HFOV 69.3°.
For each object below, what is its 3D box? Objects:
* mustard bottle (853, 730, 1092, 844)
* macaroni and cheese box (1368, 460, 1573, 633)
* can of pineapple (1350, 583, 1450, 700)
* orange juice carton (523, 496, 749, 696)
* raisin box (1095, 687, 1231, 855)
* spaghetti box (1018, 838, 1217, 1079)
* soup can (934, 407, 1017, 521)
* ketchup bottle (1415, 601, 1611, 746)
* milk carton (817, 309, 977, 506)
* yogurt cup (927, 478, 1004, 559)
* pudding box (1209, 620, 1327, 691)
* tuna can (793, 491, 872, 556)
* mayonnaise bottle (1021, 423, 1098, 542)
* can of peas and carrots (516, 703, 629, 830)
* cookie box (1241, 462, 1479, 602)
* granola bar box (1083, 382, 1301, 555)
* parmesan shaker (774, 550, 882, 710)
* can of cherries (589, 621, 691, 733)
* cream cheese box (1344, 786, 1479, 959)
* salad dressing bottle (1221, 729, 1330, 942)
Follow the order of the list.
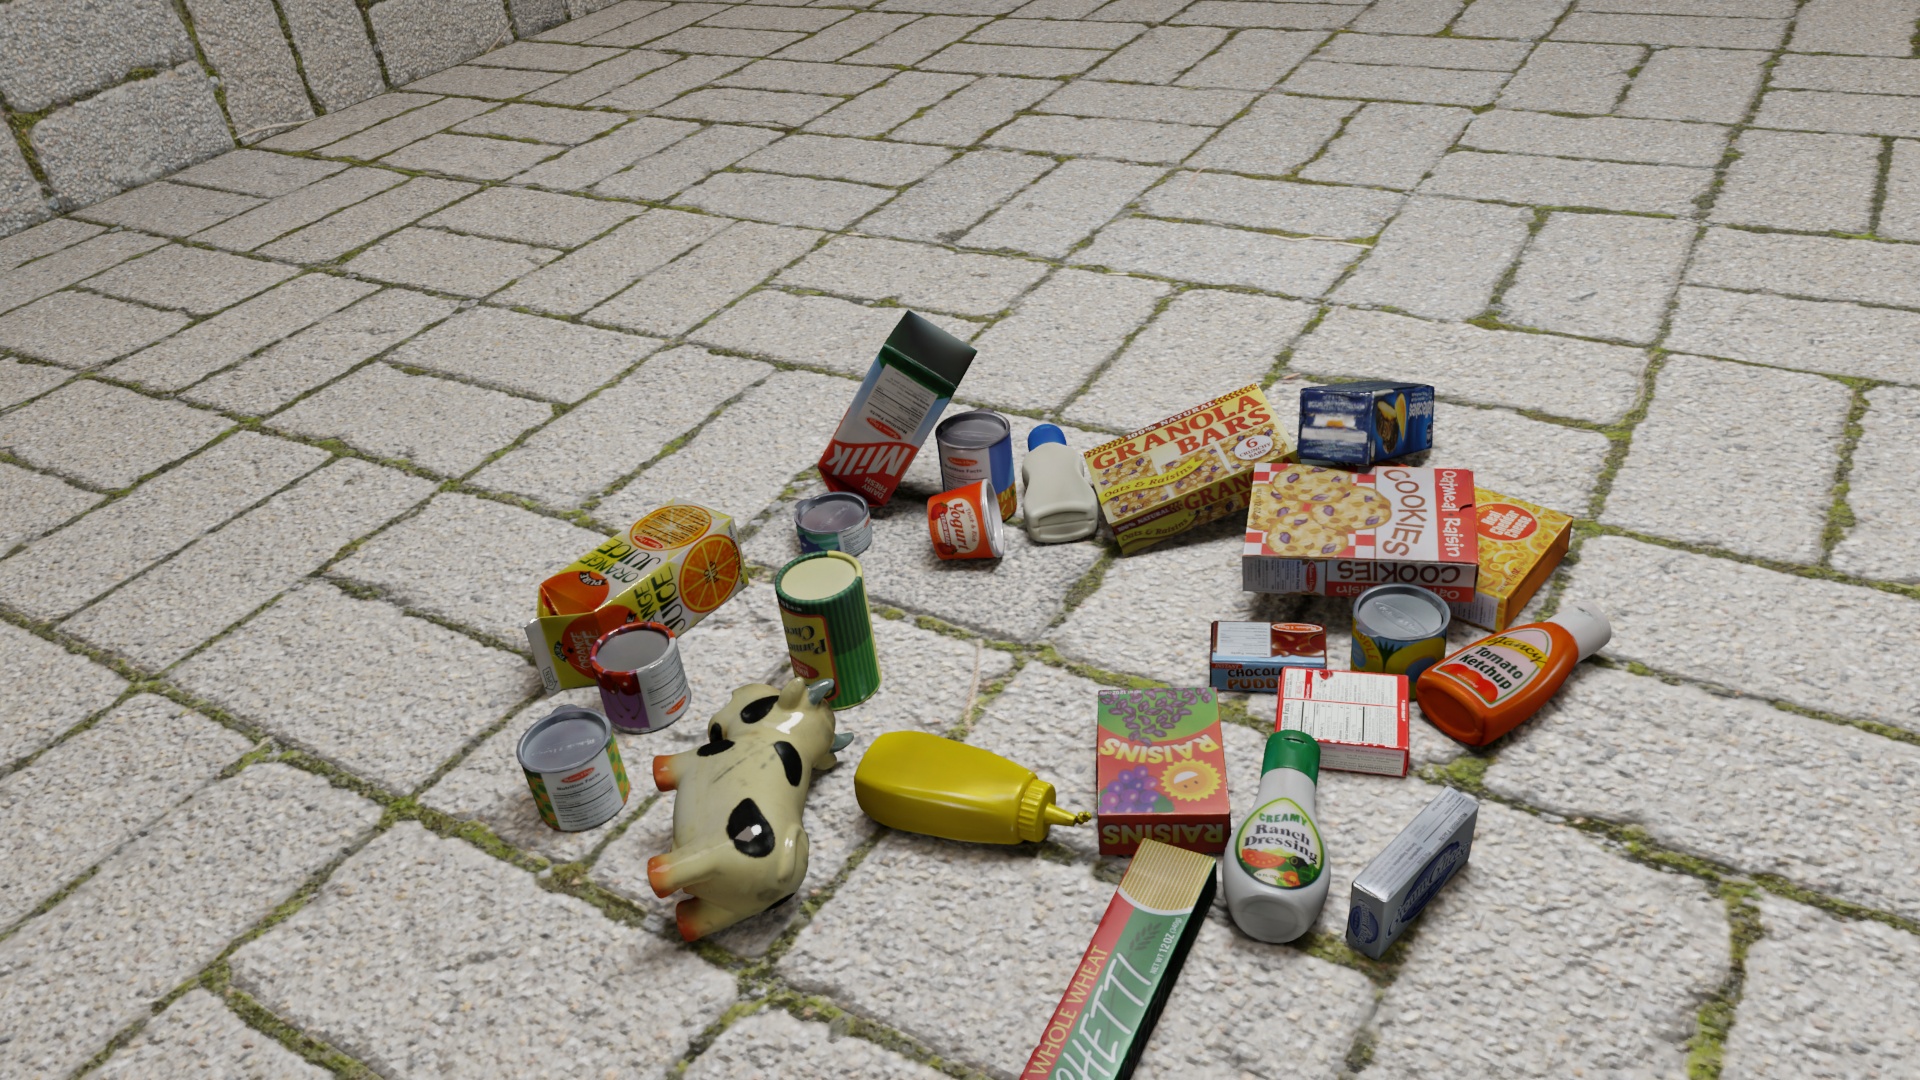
[{"bbox_3d":[0.010,0.170,0.920,0.160,0.048,0.066,10,38,23],"label":"mustard bottle"},{"bbox_3d":[0.378,0.000,1.105,0.166,0.040,0.124,23,45,36],"label":"macaroni and cheese box"},{"bbox_3d":[0.312,0.073,0.996,0.071,0.057,0.071,-5,34,4],"label":"can of pineapple"},{"bbox_3d":[-0.270,0.047,1.134,0.073,0.071,0.194,19,42,34],"label":"orange juice carton"},{"bbox_3d":[0.134,0.153,0.930,0.086,0.039,0.124,-2,33,7],"label":"raisin box"},{"bbox_3d":[0.082,0.268,0.780,0.050,0.028,0.251,11,38,26],"label":"spaghetti box"},{"bbox_3d":[0.016,-0.065,1.231,0.071,0.083,0.072,-5,34,3],"label":"soup can"},{"bbox_3d":[0.392,0.088,0.971,0.149,0.043,0.065,-24,40,-24],"label":"ketchup bottle"},{"bbox_3d":[-0.065,-0.102,1.235,0.073,0.189,0.073,31,37,-4],"label":"milk carton"},{"bbox_3d":[0.004,-0.015,1.180,0.054,0.072,0.073,-10,33,11],"label":"yogurt cup"},{"bbox_3d":[0.226,0.085,1.019,0.084,0.030,0.050,1,34,12],"label":"pudding box"},{"bbox_3d":[-0.114,-0.013,1.225,0.071,0.032,0.071,-5,34,3],"label":"tuna can"},{"bbox_3d":[0.084,-0.054,1.242,0.065,0.041,0.149,-8,33,2],"label":"mayonnaise bottle"},{"bbox_3d":[-0.272,0.160,0.980,0.071,0.058,0.071,-5,33,3],"label":"can of peas and carrots"},{"bbox_3d":[0.305,-0.009,1.063,0.167,0.040,0.123,3,37,15],"label":"cookie box"},{"bbox_3d":[0.199,-0.063,1.197,0.165,0.039,0.125,-22,33,7],"label":"granola bar box"},{"bbox_3d":[-0.101,0.066,1.045,0.071,0.102,0.072,-5,34,4],"label":"parmesan shaker"},{"bbox_3d":[-0.246,0.103,1.058,0.071,0.058,0.072,-5,34,3],"label":"can of cherries"},{"bbox_3d":[0.269,0.197,0.827,0.104,0.053,0.024,-32,43,-32],"label":"cream cheese box"},{"bbox_3d":[0.202,0.181,0.872,0.064,0.043,0.148,9,37,13],"label":"salad dressing bottle"}]
